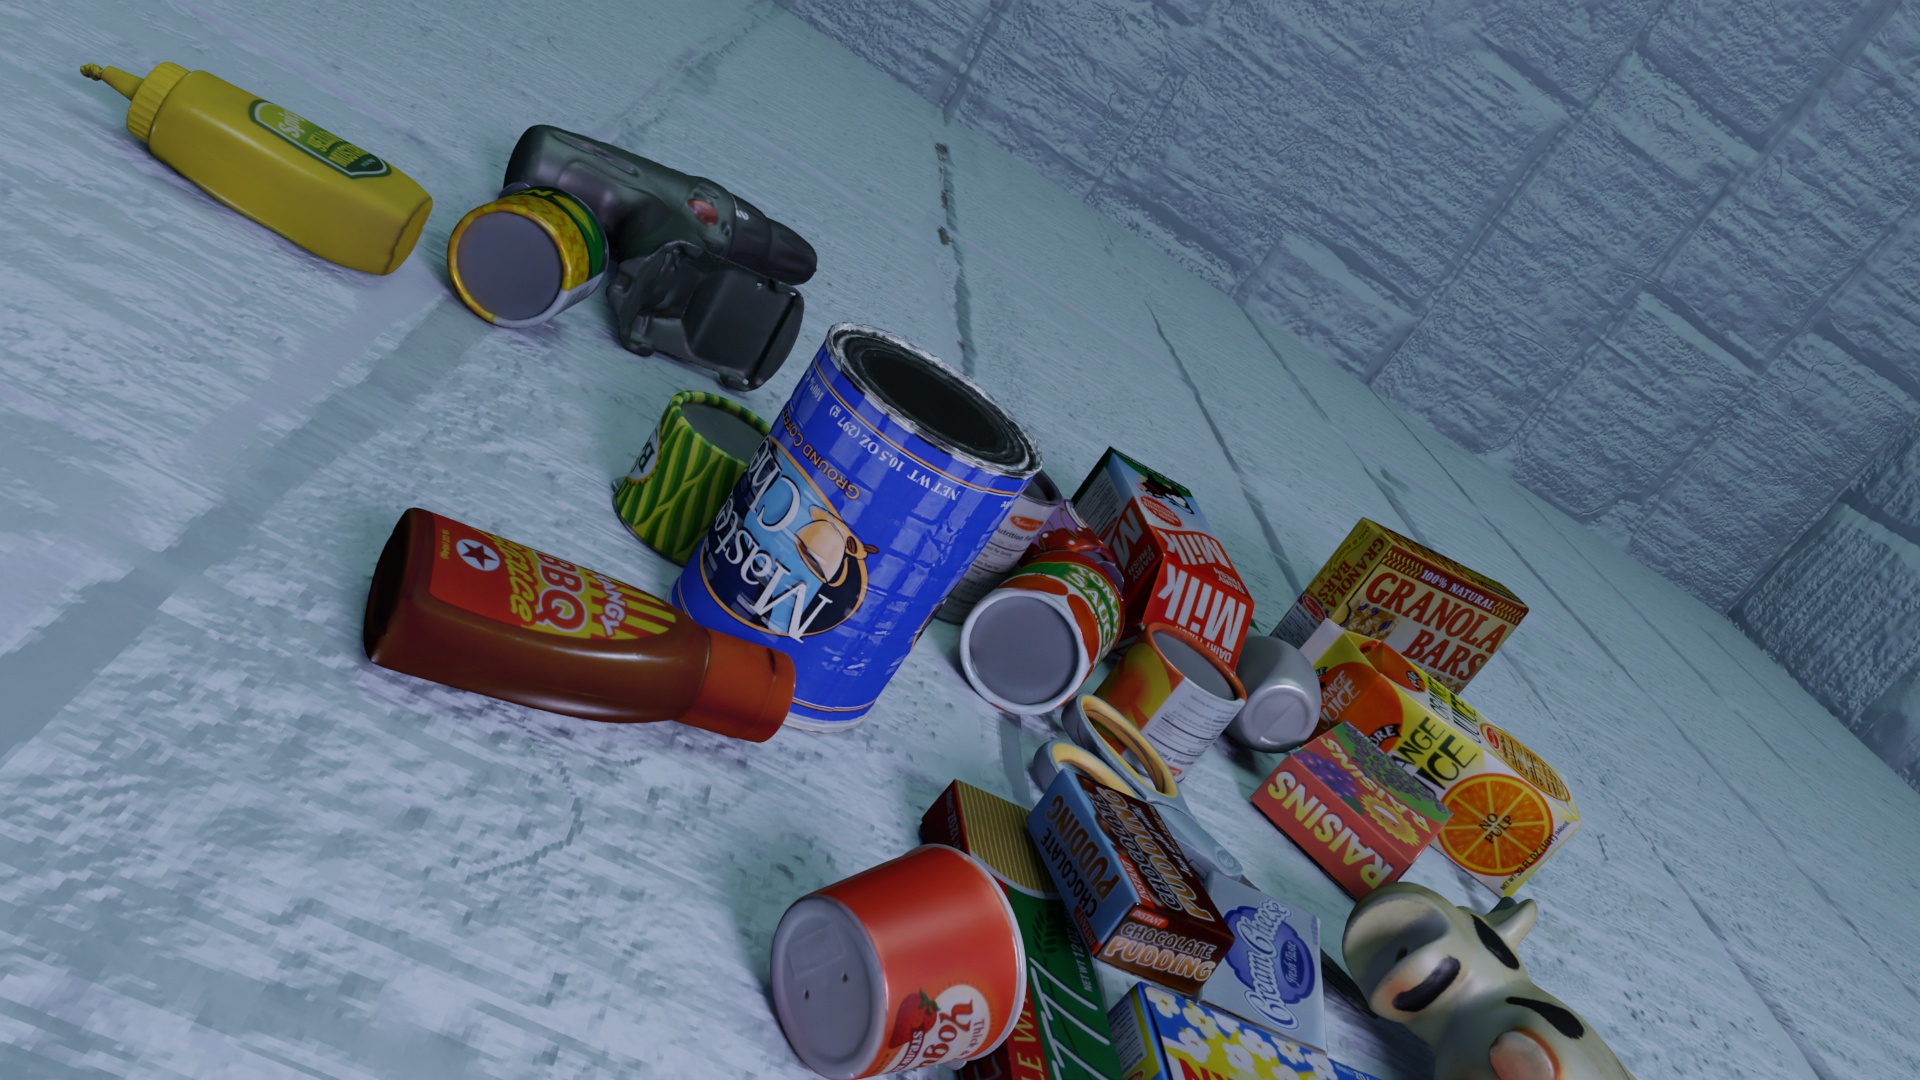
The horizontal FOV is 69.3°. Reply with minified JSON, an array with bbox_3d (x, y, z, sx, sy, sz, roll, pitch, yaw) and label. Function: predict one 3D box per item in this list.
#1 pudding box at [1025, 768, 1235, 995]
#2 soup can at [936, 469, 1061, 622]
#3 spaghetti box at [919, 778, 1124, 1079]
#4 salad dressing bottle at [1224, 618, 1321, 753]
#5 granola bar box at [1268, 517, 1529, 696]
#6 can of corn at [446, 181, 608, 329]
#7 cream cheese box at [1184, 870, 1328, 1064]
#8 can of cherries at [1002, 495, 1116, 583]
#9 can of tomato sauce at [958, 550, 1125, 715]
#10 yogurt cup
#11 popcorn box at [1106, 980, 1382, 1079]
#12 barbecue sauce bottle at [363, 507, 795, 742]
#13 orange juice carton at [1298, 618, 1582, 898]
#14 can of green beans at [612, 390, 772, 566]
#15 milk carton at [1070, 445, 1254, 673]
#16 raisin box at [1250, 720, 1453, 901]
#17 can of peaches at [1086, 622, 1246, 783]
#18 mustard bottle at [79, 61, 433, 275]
[{"bbox_3d":[0.061,0.126,0.518,0.049,0.030,0.084,26,15,-24],"label":"pudding box"},{"bbox_3d":[0.003,-0.009,0.746,0.071,0.083,0.071,30,20,-12],"label":"soup can"},{"bbox_3d":[0.026,0.173,0.457,0.050,0.028,0.251,26,22,-20],"label":"spaghetti box"},{"bbox_3d":[0.180,0.081,0.858,0.044,0.064,0.148,39,12,-11],"label":"salad dressing bottle"},{"bbox_3d":[0.314,0.065,1.002,0.165,0.123,0.039,21,23,-33],"label":"granola bar box"},{"bbox_3d":[-0.228,-0.151,0.729,0.071,0.071,0.058,32,21,-7],"label":"can of corn"},{"bbox_3d":[0.123,0.181,0.579,0.053,0.024,0.104,21,19,6],"label":"cream cheese box"},{"bbox_3d":[0.049,0.009,0.795,0.071,0.071,0.058,14,29,-45],"label":"can of cherries"},{"bbox_3d":[0.045,0.045,0.710,0.071,0.071,0.083,38,21,8],"label":"can of tomato sauce"},{"bbox_3d":[-0.022,0.132,0.429,0.054,0.072,0.072,0,39,-45],"label":"yogurt cup"},{"bbox_3d":[0.109,0.214,0.481,0.126,0.038,0.085,27,21,-19],"label":"popcorn box"},{"bbox_3d":[-0.131,0.037,0.497,0.148,0.043,0.065,22,24,-31],"label":"barbecue sauce bottle"},{"bbox_3d":[0.291,0.132,0.891,0.193,0.071,0.073,37,20,5],"label":"orange juice carton"},{"bbox_3d":[-0.117,-0.028,0.641,0.071,0.057,0.071,30,21,-12],"label":"can of green beans"},{"bbox_3d":[0.121,0.023,0.869,0.072,0.073,0.191,27,22,-20],"label":"milk carton"},{"bbox_3d":[0.225,0.153,0.793,0.086,0.040,0.123,44,21,20],"label":"raisin box"},{"bbox_3d":[0.108,0.084,0.738,0.071,0.058,0.071,30,21,-13],"label":"can of peaches"},{"bbox_3d":[-0.338,-0.185,0.663,0.160,0.048,0.065,28,20,-18],"label":"mustard bottle"}]
